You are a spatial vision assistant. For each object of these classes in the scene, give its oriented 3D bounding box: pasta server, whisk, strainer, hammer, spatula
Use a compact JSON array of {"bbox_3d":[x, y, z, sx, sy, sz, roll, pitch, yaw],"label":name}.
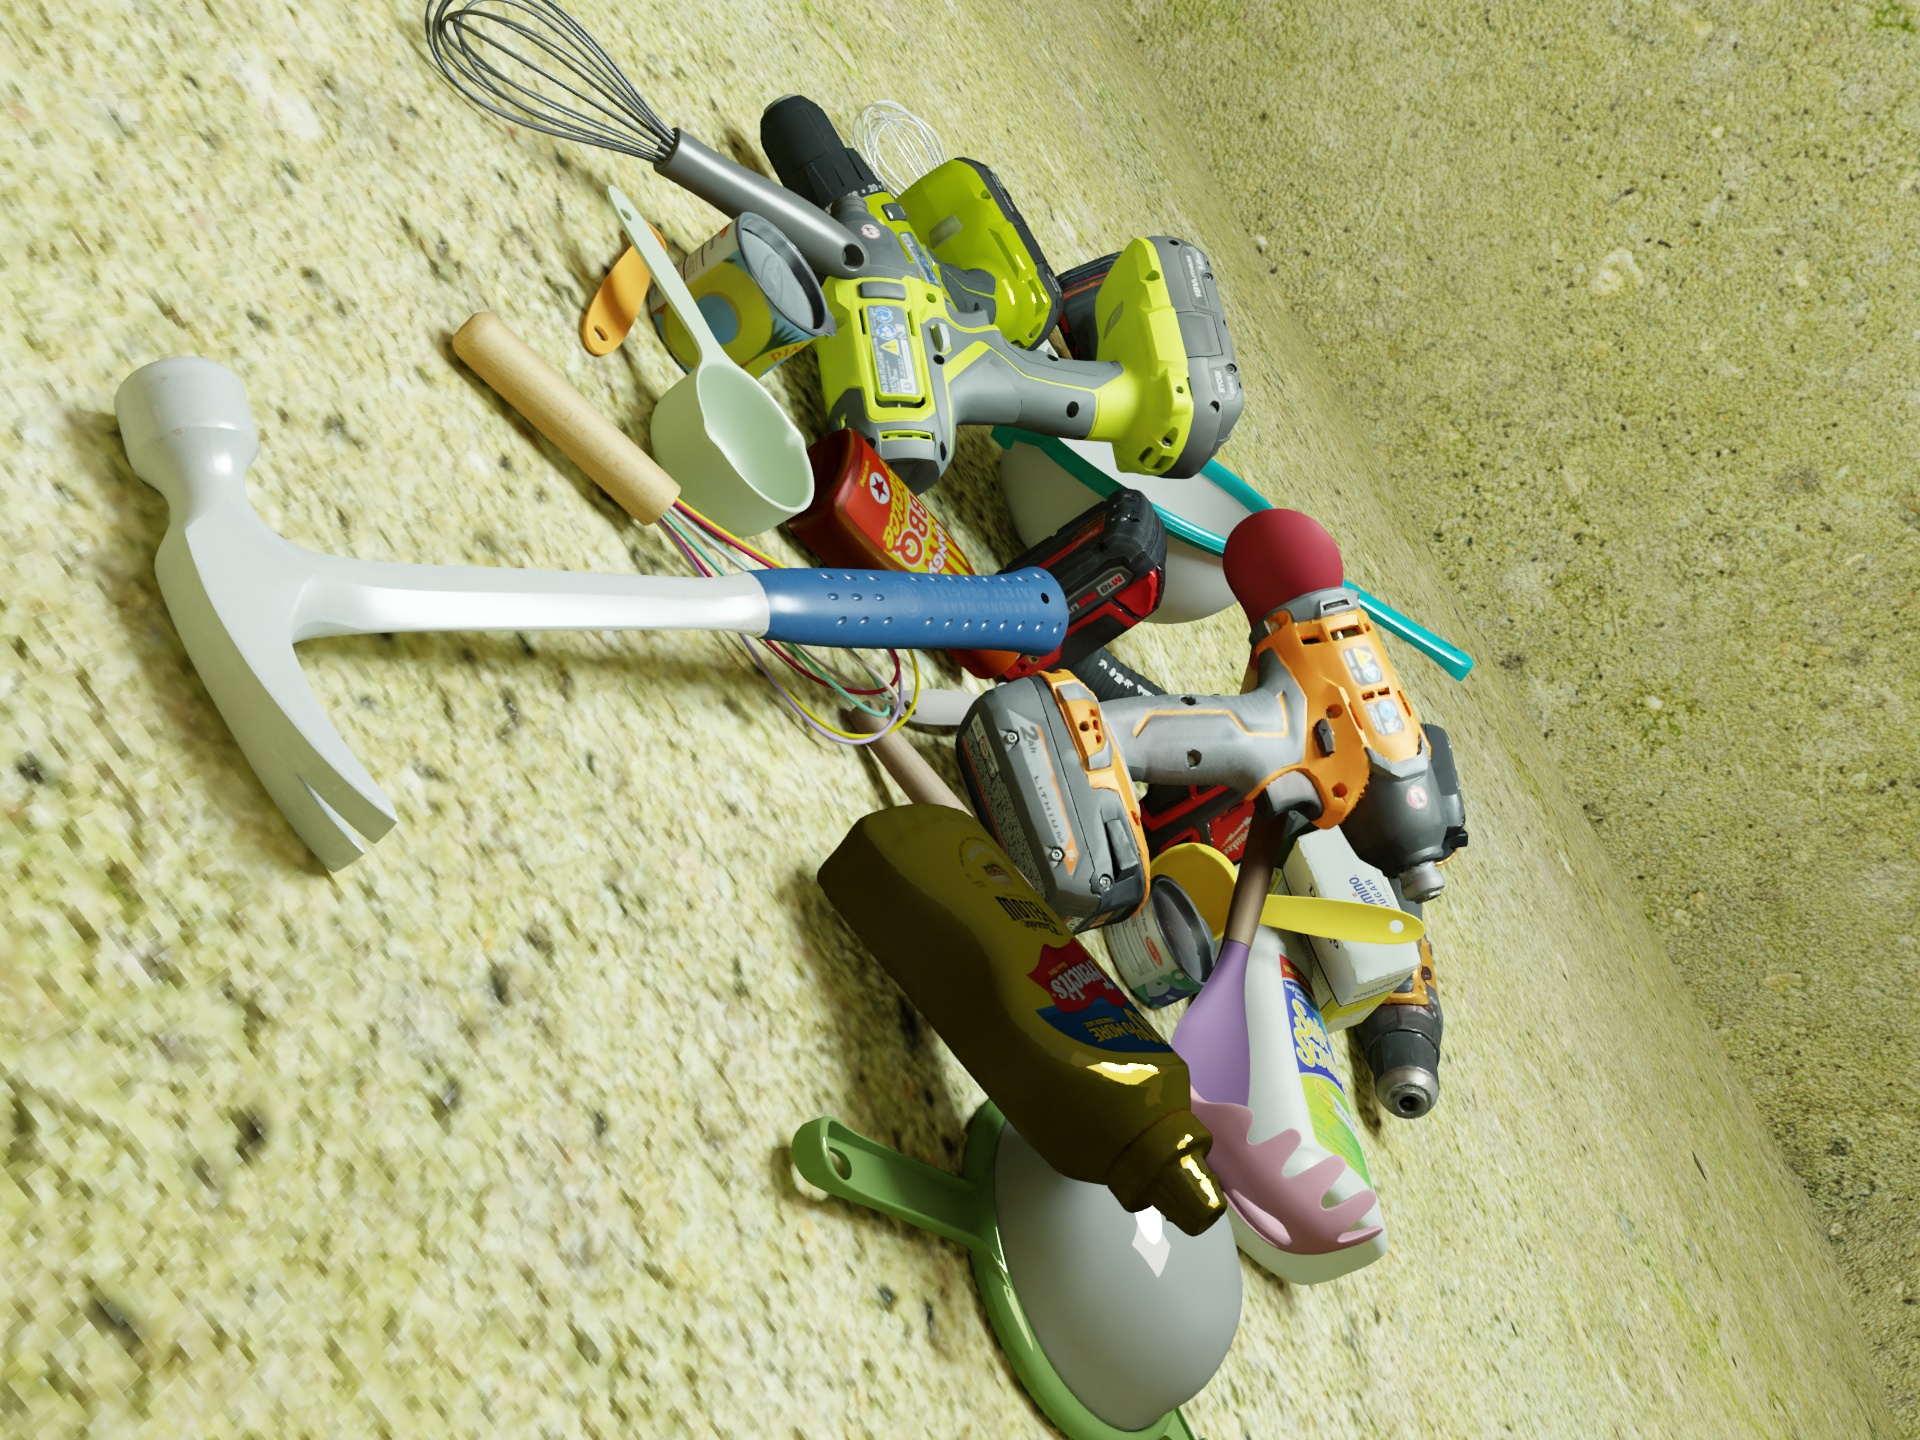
[{"bbox_3d":[0.059,0.109,0.693,0.040,0.060,0.316,-35,79,-26],"label":"pasta server"},{"bbox_3d":[-0.135,-0.268,0.740,0.238,0.055,0.055,22,43,-39],"label":"whisk"},{"bbox_3d":[0.040,0.186,0.606,0.256,0.069,0.152,38,32,-44],"label":"strainer"},{"bbox_3d":[0.003,-0.341,1.149,0.246,0.059,0.058,49,50,-35],"label":"whisk"},{"bbox_3d":[0.158,-0.092,1.015,0.340,0.095,0.211,32,23,0],"label":"strainer"},{"bbox_3d":[-0.082,-0.036,0.577,0.405,0.035,0.144,-4,67,-53],"label":"hammer"},{"bbox_3d":[-0.103,-0.076,0.648,0.244,0.047,0.051,43,30,-28],"label":"whisk"},{"bbox_3d":[0.149,0.092,0.813,0.059,0.018,0.316,30,65,-27],"label":"spatula"}]

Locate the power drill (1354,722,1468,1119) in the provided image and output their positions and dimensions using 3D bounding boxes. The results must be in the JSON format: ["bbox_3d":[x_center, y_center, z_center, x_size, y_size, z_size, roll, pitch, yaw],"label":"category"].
[{"bbox_3d":[0.297,0.137,1.078,0.185,0.084,0.226,-69,155,-61],"label":"power drill"}]

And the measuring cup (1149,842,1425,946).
[{"bbox_3d":[0.178,0.103,0.887,0.029,0.156,0.062,-25,120,-71],"label":"measuring cup"}]

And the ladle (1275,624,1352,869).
[{"bbox_3d":[0.224,0.014,0.999,0.320,0.062,0.078,88,-14,-64],"label":"ladle"}]

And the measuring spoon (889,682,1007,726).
[{"bbox_3d":[-0.001,-0.003,0.808,0.124,0.018,0.034,2,58,-55],"label":"measuring spoon"}]

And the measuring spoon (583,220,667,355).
[{"bbox_3d":[-0.154,-0.195,0.721,0.021,0.011,0.117,46,31,-29],"label":"measuring spoon"}]

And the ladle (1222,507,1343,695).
[{"bbox_3d":[0.183,-0.024,0.988,0.031,0.069,0.315,-60,164,-24],"label":"ladle"}]

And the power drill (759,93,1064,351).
[{"bbox_3d":[-0.029,-0.296,0.996,0.190,0.080,0.228,60,27,-4],"label":"power drill"}]

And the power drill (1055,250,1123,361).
[{"bbox_3d":[0.138,-0.232,1.243,0.187,0.080,0.227,54,23,-49],"label":"power drill"}]

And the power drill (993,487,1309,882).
[{"bbox_3d":[0.121,-0.014,0.902,0.219,0.143,0.079,50,24,-17],"label":"power drill"}]

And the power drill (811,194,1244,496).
[{"bbox_3d":[0.030,-0.206,0.870,0.223,0.080,0.171,-2,70,-21],"label":"power drill"}]

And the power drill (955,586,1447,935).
[{"bbox_3d":[0.129,0.033,0.778,0.226,0.084,0.164,-14,71,-19],"label":"power drill"}]

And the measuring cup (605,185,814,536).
[{"bbox_3d":[-0.124,-0.155,0.700,0.167,0.038,0.083,60,24,4],"label":"measuring cup"}]
